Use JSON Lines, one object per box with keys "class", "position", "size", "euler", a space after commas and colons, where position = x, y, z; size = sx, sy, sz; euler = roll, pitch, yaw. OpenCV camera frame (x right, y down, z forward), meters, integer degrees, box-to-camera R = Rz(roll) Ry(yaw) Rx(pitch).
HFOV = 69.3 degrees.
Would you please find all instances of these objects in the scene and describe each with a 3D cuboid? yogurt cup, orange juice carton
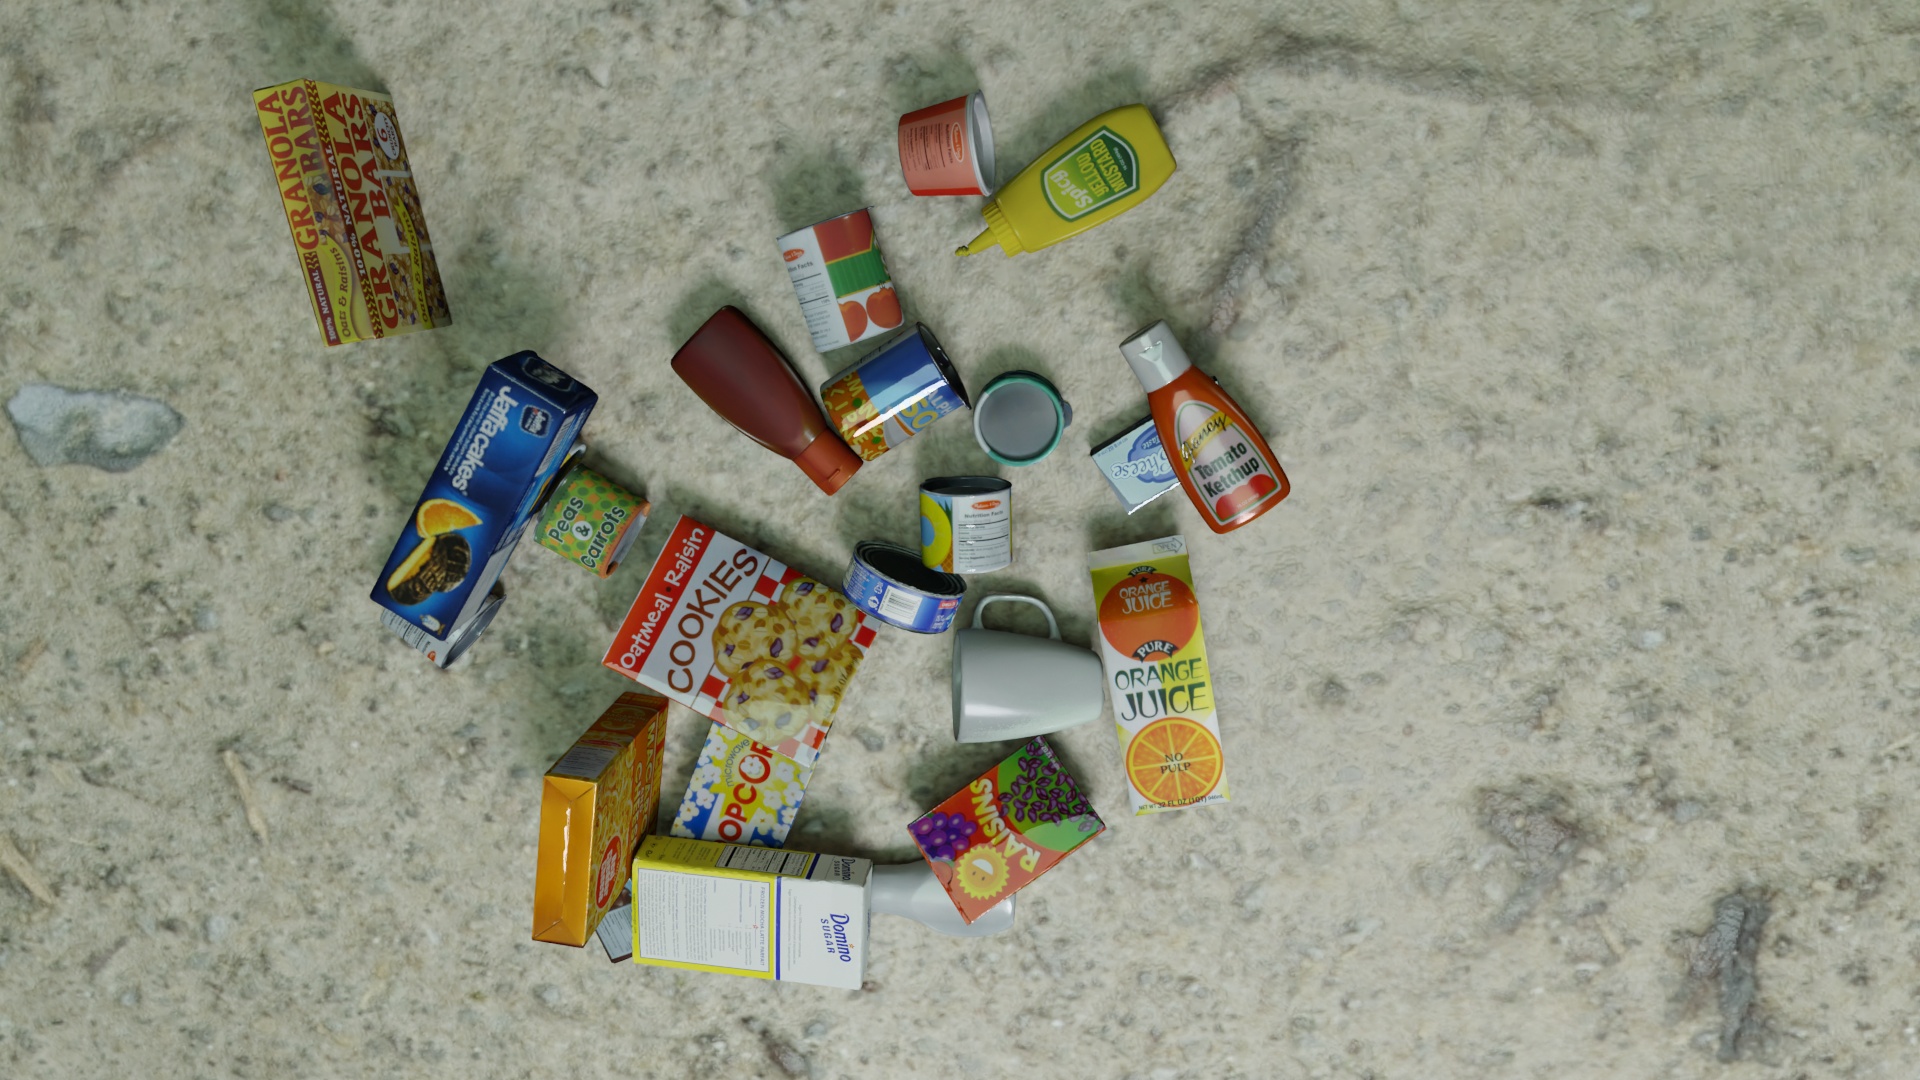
{"class": "yogurt cup", "position": [-0.009, -0.263, 0.935], "size": [0.054, 0.072, 0.072], "euler": [-5, 103, 14]}
{"class": "orange juice carton", "position": [0.142, 0.094, 1.002], "size": [0.072, 0.073, 0.192], "euler": [-10, 102, 6]}

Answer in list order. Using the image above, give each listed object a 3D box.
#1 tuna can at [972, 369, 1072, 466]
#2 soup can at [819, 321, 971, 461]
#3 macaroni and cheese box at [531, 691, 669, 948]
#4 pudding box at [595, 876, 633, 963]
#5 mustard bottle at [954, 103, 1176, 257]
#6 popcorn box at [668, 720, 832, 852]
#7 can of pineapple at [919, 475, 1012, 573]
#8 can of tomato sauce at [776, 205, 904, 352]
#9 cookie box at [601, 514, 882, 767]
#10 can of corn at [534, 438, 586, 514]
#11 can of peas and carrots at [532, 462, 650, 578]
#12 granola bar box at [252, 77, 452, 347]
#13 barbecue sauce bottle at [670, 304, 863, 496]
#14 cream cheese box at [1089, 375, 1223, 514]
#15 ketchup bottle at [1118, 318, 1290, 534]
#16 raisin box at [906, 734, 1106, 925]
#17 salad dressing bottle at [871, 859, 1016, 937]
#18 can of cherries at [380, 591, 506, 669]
{"class": "tuna can", "position": [0.044, -0.087, 0.987], "size": [0.071, 0.033, 0.071], "euler": [1, 103, 4]}
{"class": "soup can", "position": [-0.045, -0.101, 0.972], "size": [0.083, 0.071, 0.071], "euler": [-31, 99, 11]}
{"class": "macaroni and cheese box", "position": [-0.258, 0.195, 1.004], "size": [0.040, 0.167, 0.123], "euler": [9, 104, 2]}
{"class": "pudding box", "position": [-0.267, 0.285, 1.095], "size": [0.049, 0.030, 0.083], "euler": [-22, 101, 10]}
{"class": "mustard bottle", "position": [0.066, -0.233, 0.943], "size": [0.160, 0.049, 0.065], "euler": [-30, 98, 10]}
{"class": "popcorn box", "position": [-0.160, 0.182, 1.060], "size": [0.085, 0.038, 0.126], "euler": [23, 103, -1]}
{"class": "can of pineapple", "position": [0.004, -0.012, 0.992], "size": [0.071, 0.071, 0.057], "euler": [0, 104, 4]}
{"class": "can of tomato sauce", "position": [-0.080, -0.180, 0.958], "size": [0.071, 0.071, 0.083], "euler": [-17, 102, 8]}
{"class": "cookie box", "position": [-0.157, 0.073, 1.014], "size": [0.167, 0.040, 0.123], "euler": [27, 81, -2]}
{"class": "can of corn", "position": [-0.314, -0.058, 1.000], "size": [0.058, 0.071, 0.071], "euler": [37, 103, -5]}
{"class": "can of peas and carrots", "position": [-0.267, -0.013, 1.005], "size": [0.059, 0.071, 0.070], "euler": [30, 103, -4]}
{"class": "granola bar box", "position": [-0.408, -0.219, 0.940], "size": [0.039, 0.124, 0.165], "euler": [-10, 102, 5]}
{"class": "barbecue sauce bottle", "position": [-0.134, -0.095, 0.992], "size": [0.064, 0.044, 0.148], "euler": [-43, 97, 12]}
{"class": "cream cheese box", "position": [0.150, -0.067, 0.989], "size": [0.103, 0.024, 0.053], "euler": [-32, 100, 10]}
{"class": "ketchup bottle", "position": [0.162, -0.080, 0.949], "size": [0.064, 0.043, 0.148], "euler": [-32, 99, 11]}
{"class": "raisin box", "position": [0.034, 0.213, 1.030], "size": [0.123, 0.040, 0.086], "euler": [-34, 81, -1]}
{"class": "salad dressing bottle", "position": [-0.031, 0.270, 1.070], "size": [0.148, 0.044, 0.064], "euler": [3, 100, 4]}
{"class": "can of cherries", "position": [-0.384, 0.050, 1.033], "size": [0.058, 0.071, 0.071], "euler": [38, 103, -4]}
